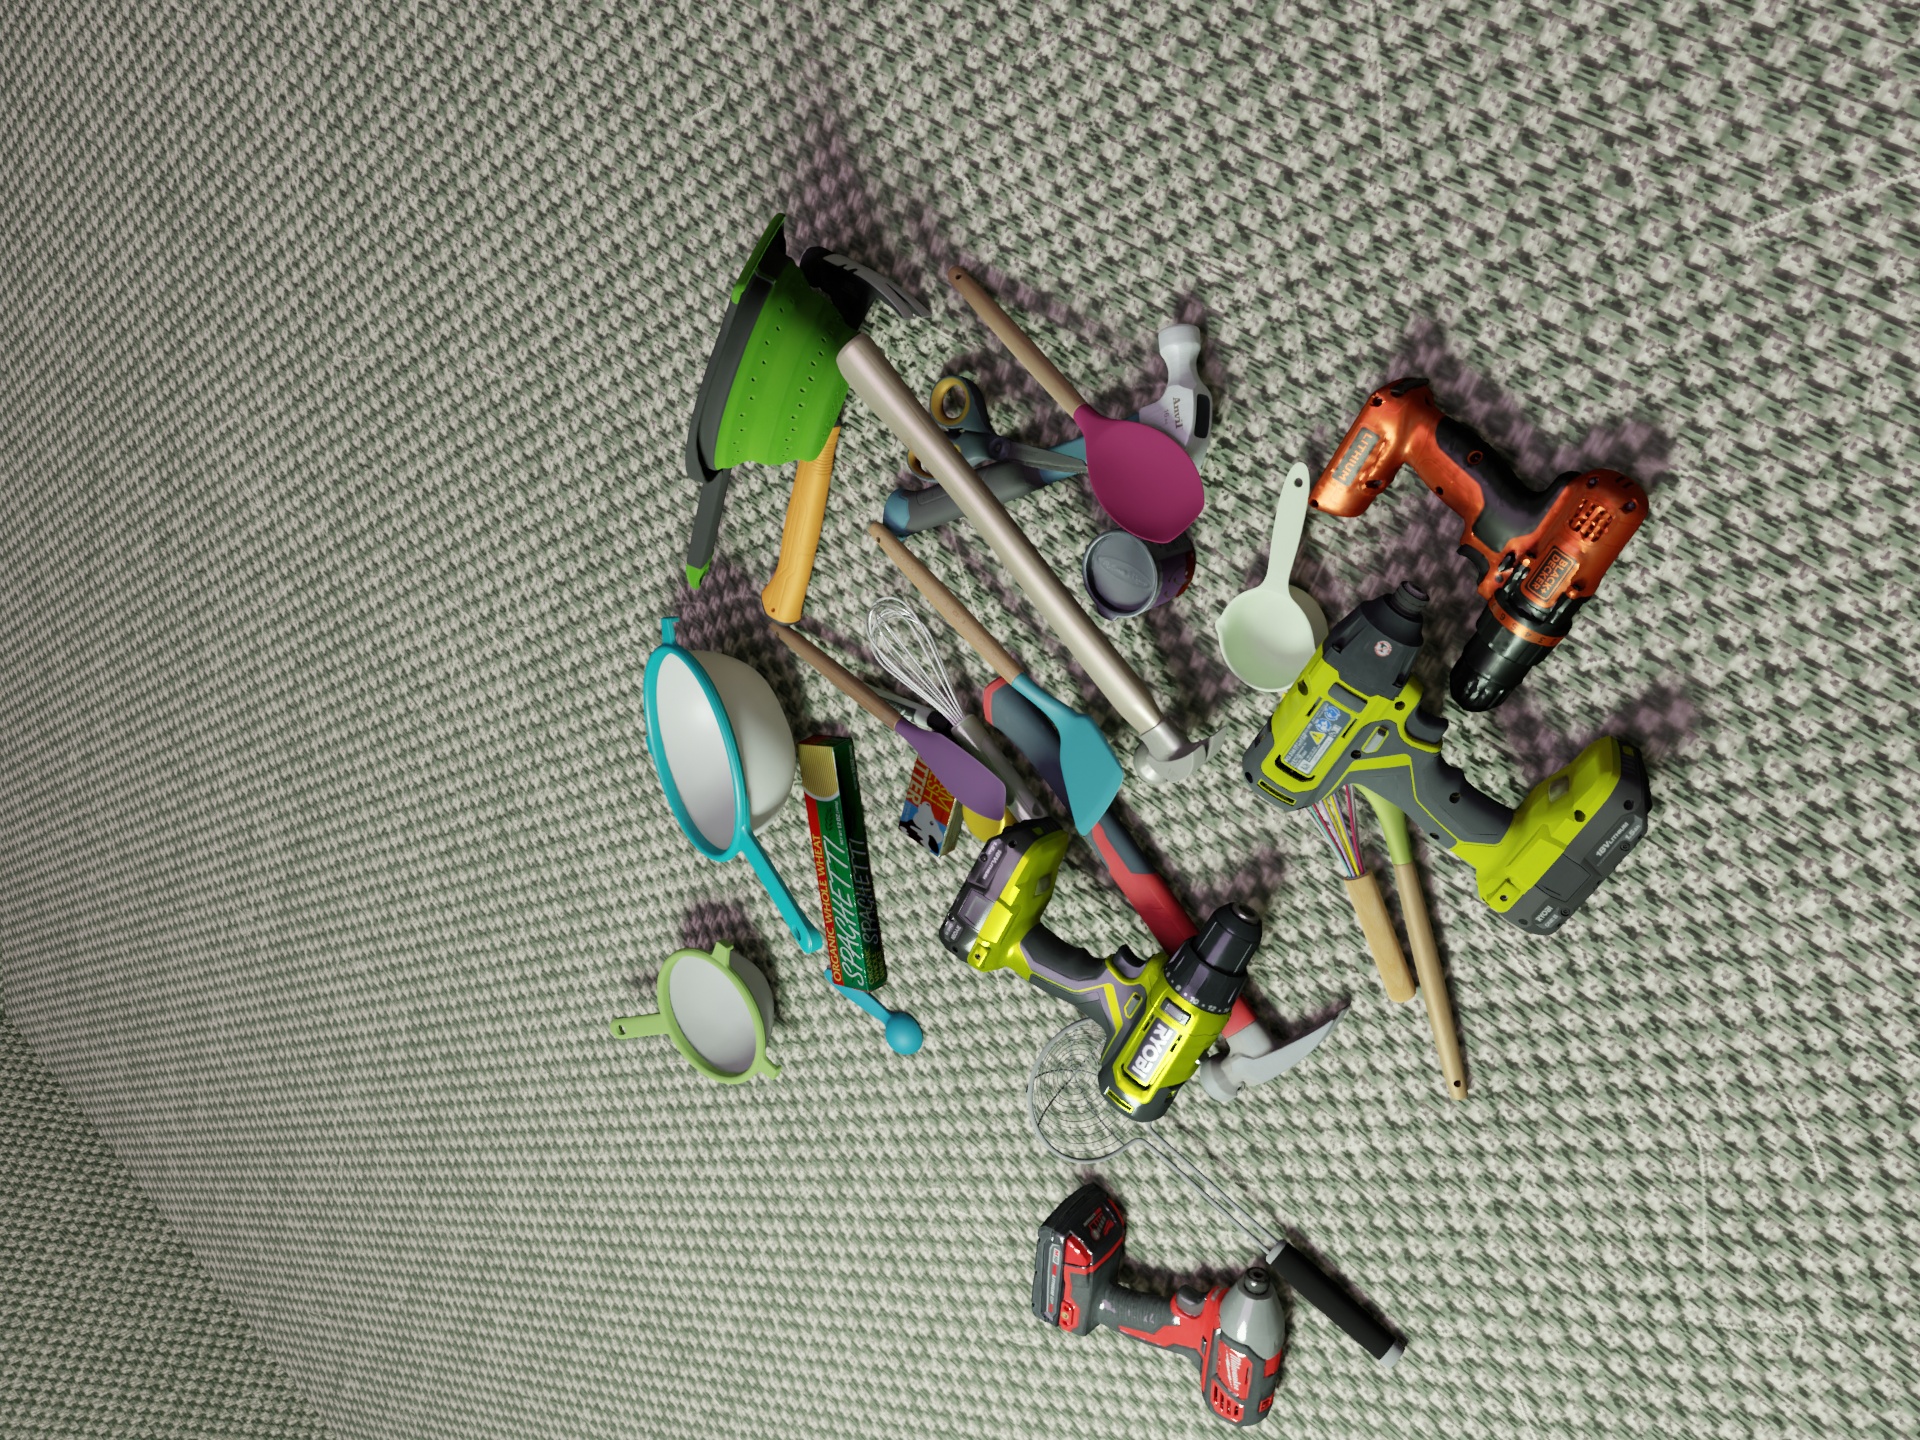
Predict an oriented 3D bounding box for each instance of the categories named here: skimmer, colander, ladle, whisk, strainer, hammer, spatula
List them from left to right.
[{"bbox_3d":[-0.276,0.305,1.681,0.256,0.069,0.151,-17,97,43],"label":"strainer"},{"bbox_3d":[-0.183,0.066,1.472,0.341,0.095,0.210,54,146,28],"label":"strainer"},{"bbox_3d":[-0.161,-0.228,1.330,0.094,0.205,0.396,21,143,-4],"label":"colander"},{"bbox_3d":[-0.118,-0.228,1.381,0.127,0.034,0.336,35,125,27],"label":"hammer"},{"bbox_3d":[-0.069,-0.007,1.393,0.316,0.018,0.059,38,141,33],"label":"spatula"},{"bbox_3d":[-0.002,-0.004,1.350,0.246,0.058,0.059,53,131,10],"label":"whisk"},{"bbox_3d":[0.023,-0.049,1.279,0.318,0.044,0.082,47,138,18],"label":"spatula"},{"bbox_3d":[0.047,-0.124,1.184,0.410,0.038,0.146,51,169,1],"label":"hammer"},{"bbox_3d":[0.057,-0.195,1.235,0.331,0.033,0.128,-12,80,45],"label":"hammer"},{"bbox_3d":[0.148,0.114,1.277,0.143,0.038,0.386,-43,76,39],"label":"hammer"},{"bbox_3d":[0.209,0.386,1.287,0.363,0.127,0.090,40,169,17],"label":"skimmer"},{"bbox_3d":[0.282,0.091,1.160,0.047,0.051,0.245,-10,104,63],"label":"whisk"},{"bbox_3d":[0.321,0.128,1.126,0.078,0.062,0.320,-14,101,10],"label":"ladle"}]

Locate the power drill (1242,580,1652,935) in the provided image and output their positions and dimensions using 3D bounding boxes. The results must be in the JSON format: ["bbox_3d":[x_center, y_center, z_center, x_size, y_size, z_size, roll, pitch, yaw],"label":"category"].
[{"bbox_3d":[0.317,0.024,1.022,0.223,0.080,0.171,31,122,2],"label":"power drill"}]

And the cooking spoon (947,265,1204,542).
[{"bbox_3d":[0.076,-0.243,1.174,0.068,0.017,0.319,-43,59,12],"label":"cooking spoon"}]

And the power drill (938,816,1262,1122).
[{"bbox_3d":[0.112,0.177,1.250,0.229,0.080,0.190,36,113,21],"label":"power drill"}]

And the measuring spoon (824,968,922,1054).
[{"bbox_3d":[-0.091,0.283,1.548,0.129,0.021,0.042,33,124,26],"label":"measuring spoon"}]

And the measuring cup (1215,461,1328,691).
[{"bbox_3d":[0.233,-0.103,1.129,0.083,0.038,0.167,22,117,33],"label":"measuring cup"}]

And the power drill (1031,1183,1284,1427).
[{"bbox_3d":[0.175,0.497,1.370,0.220,0.078,0.143,18,117,31],"label":"power drill"}]

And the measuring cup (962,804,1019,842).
[{"bbox_3d":[0.022,0.124,1.391,0.062,0.029,0.156,22,116,33],"label":"measuring cup"}]
